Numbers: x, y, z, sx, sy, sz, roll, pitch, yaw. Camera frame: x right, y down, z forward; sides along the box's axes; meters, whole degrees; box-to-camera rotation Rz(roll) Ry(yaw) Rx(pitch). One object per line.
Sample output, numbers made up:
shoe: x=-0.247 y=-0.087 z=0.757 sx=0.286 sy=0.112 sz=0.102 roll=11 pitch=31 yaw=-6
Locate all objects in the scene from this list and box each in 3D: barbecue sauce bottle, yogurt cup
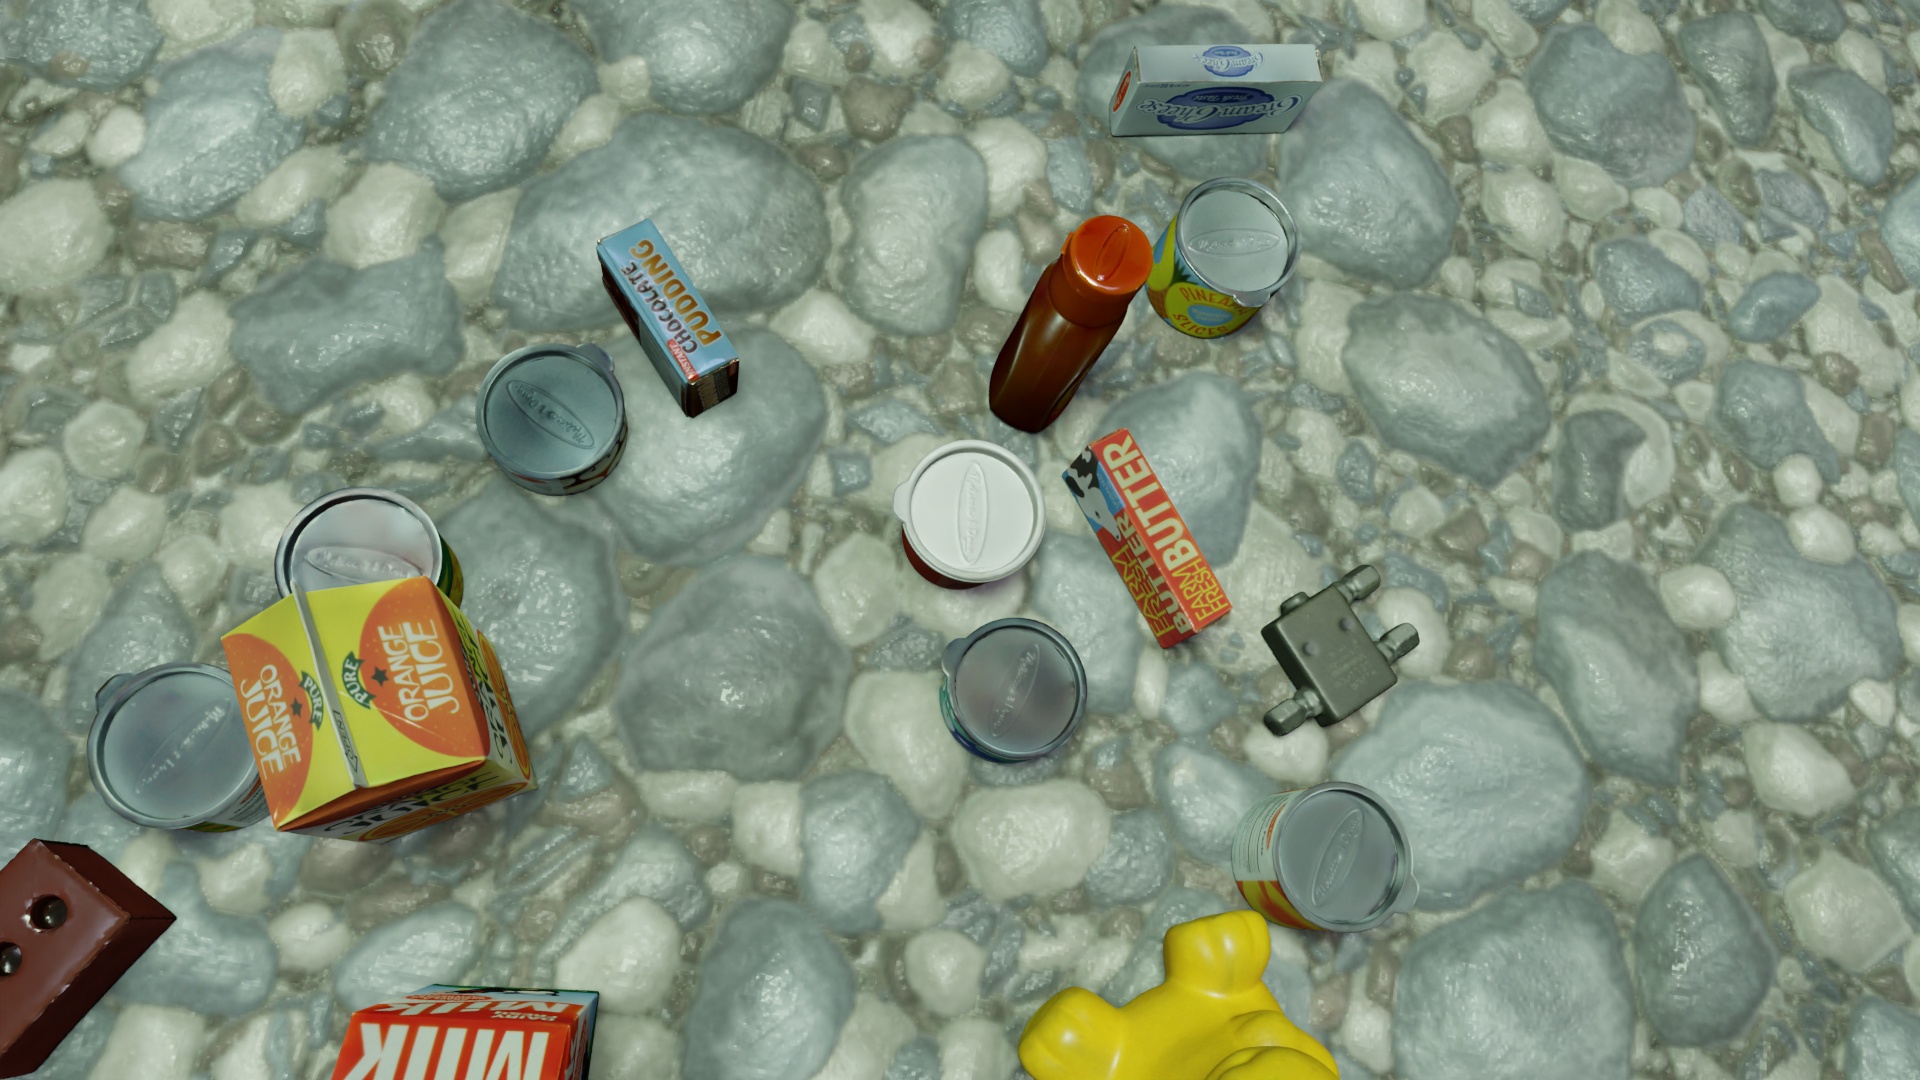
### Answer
barbecue sauce bottle: x=0.050 y=-0.101 z=0.644 sx=0.044 sy=0.148 sz=0.065 roll=27 pitch=73 yaw=-2
yogurt cup: x=0.002 y=-0.008 z=0.660 sx=0.072 sy=0.053 sz=0.072 roll=2 pitch=75 yaw=-9

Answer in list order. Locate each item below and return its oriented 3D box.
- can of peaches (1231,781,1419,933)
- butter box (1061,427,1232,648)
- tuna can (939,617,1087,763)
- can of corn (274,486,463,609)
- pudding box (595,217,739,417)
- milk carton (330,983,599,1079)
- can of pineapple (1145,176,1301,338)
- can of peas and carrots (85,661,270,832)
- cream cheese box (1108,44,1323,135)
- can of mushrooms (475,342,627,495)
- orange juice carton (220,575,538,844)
can of peaches: x=0.168 y=0.149 z=0.646 sx=0.071 sy=0.058 sz=0.071 roll=2 pitch=75 yaw=-9
butter box: x=0.090 y=0.000 z=0.674 sx=0.024 sy=0.053 sz=0.103 roll=-27 pitch=82 yaw=-15
tuna can: x=0.022 y=0.070 z=0.654 sx=0.071 sy=0.032 sz=0.071 roll=2 pitch=75 yaw=-9
can of corn: x=-0.256 y=0.018 z=0.606 sx=0.071 sy=0.058 sz=0.071 roll=2 pitch=75 yaw=-9
pudding box: x=-0.140 y=-0.106 z=0.663 sx=0.030 sy=0.049 sz=0.084 roll=-32 pitch=83 yaw=-16
milk carton: x=-0.177 y=0.205 z=0.501 sx=0.072 sy=0.190 sz=0.073 roll=6 pitch=75 yaw=-8
can of pineapple: x=0.134 y=-0.143 z=0.717 sx=0.071 sy=0.057 sz=0.071 roll=2 pitch=75 yaw=-9
can of peas and carrots: x=-0.317 y=0.086 z=0.577 sx=0.071 sy=0.058 sz=0.071 roll=2 pitch=75 yaw=-9
cream cheese box: x=0.135 y=-0.241 z=0.745 sx=0.104 sy=0.053 sz=0.024 roll=-5 pitch=77 yaw=-11
can of mushrooms: x=-0.188 y=-0.058 z=0.651 sx=0.071 sy=0.033 sz=0.071 roll=2 pitch=75 yaw=-9
orange juice carton: x=-0.218 y=0.067 z=0.529 sx=0.073 sy=0.192 sz=0.072 roll=-18 pitch=80 yaw=-14
